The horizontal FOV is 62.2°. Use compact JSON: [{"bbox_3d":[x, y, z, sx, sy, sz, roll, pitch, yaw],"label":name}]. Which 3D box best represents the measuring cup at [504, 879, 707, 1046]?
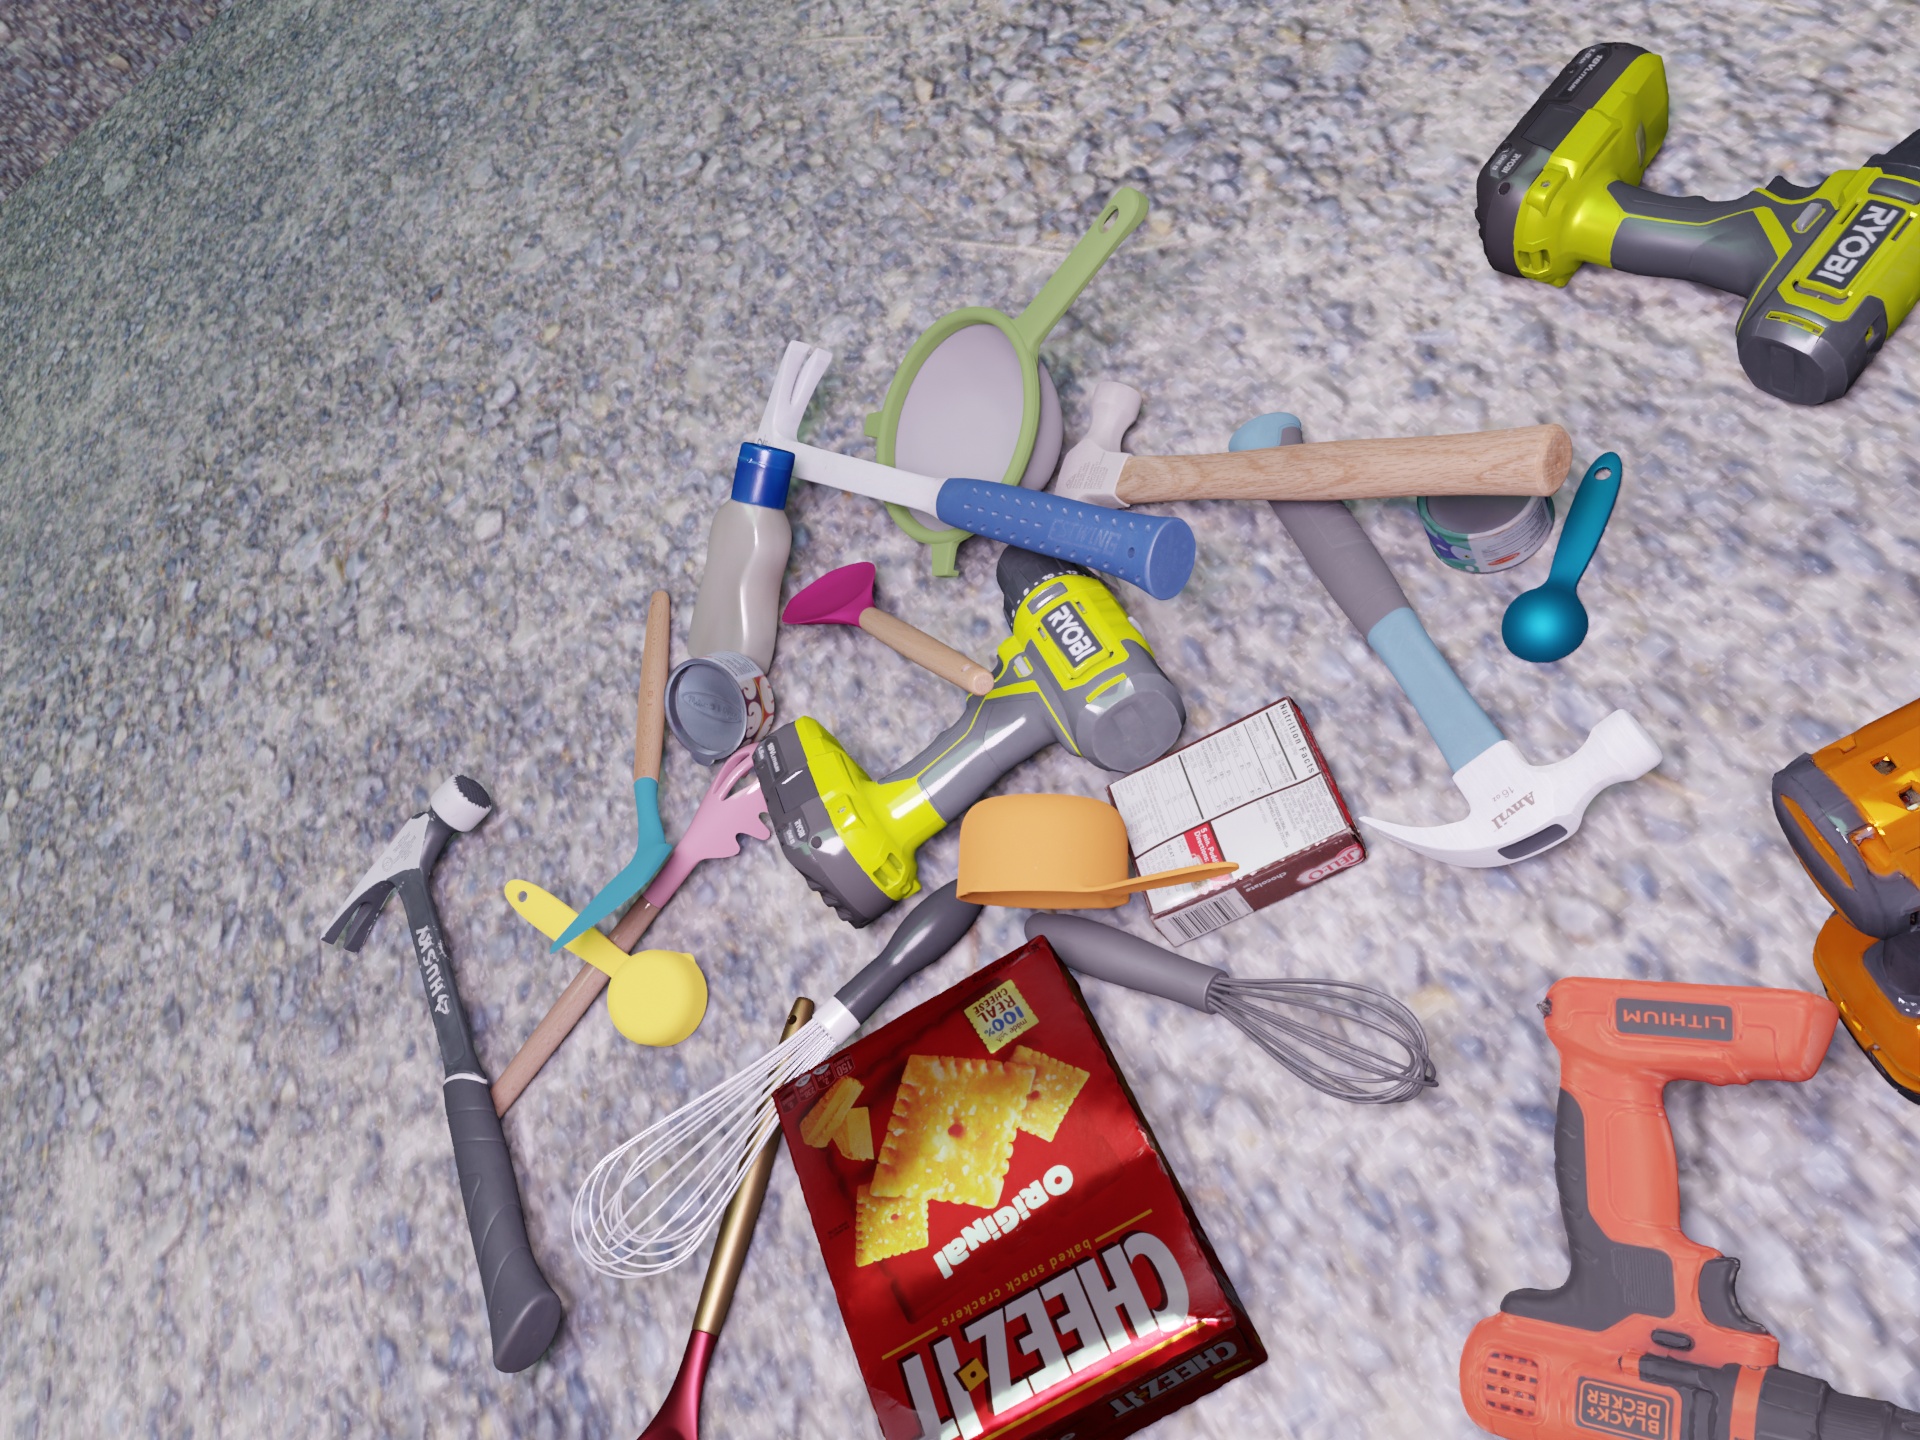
[{"bbox_3d":[-0.221,0.139,0.953,0.156,0.029,0.062,31,87,18],"label":"measuring cup"}]

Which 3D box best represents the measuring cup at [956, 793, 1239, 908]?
[{"bbox_3d":[0.068,0.059,0.777,0.173,0.095,0.052,-16,68,49],"label":"measuring cup"}]

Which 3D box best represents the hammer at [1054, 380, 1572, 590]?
[{"bbox_3d":[0.174,-0.134,0.873,0.331,0.031,0.130,8,74,50],"label":"hammer"}]

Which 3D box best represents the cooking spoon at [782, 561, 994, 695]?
[{"bbox_3d":[-0.045,-0.054,0.936,0.069,0.017,0.319,-36,23,-9],"label":"cooking spoon"}]

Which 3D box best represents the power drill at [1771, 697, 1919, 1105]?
[{"bbox_3d":[0.378,0.046,0.552,0.164,0.226,0.084,-30,50,12],"label":"power drill"}]

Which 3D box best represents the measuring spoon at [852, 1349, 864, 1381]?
[{"bbox_3d":[0.001,0.299,0.759,0.124,0.018,0.034,-13,55,24],"label":"measuring spoon"}]

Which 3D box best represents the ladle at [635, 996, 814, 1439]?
[{"bbox_3d":[-0.128,0.295,0.836,0.069,0.031,0.316,1,60,29],"label":"ladle"}]

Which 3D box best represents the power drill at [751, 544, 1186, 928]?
[{"bbox_3d":[-0.001,-0.003,0.914,0.228,0.080,0.191,-34,39,5],"label":"power drill"}]

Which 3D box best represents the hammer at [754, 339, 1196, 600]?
[{"bbox_3d":[-0.014,-0.141,0.961,0.406,0.035,0.144,23,101,49],"label":"hammer"}]

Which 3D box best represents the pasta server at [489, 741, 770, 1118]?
[{"bbox_3d":[-0.203,0.136,0.985,0.060,0.040,0.316,35,87,41],"label":"pasta server"}]

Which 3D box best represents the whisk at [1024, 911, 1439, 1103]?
[{"bbox_3d":[0.122,0.133,0.774,0.239,0.055,0.055,14,69,42],"label":"whisk"}]

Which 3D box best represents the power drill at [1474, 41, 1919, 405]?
[{"bbox_3d":[0.408,-0.277,0.845,0.223,0.080,0.171,36,84,37],"label":"power drill"}]

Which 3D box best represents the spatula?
[{"bbox_3d":[-0.209,0.016,1.025,0.082,0.044,0.318,-35,38,25],"label":"spatula"}]

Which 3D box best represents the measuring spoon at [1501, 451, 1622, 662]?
[{"bbox_3d":[0.312,-0.089,0.815,0.042,0.021,0.129,14,71,37],"label":"measuring spoon"}]

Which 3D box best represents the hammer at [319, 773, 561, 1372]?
[{"bbox_3d":[-0.311,0.210,0.974,0.149,0.036,0.409,-43,45,10],"label":"hammer"}]

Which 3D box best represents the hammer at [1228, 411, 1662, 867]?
[{"bbox_3d":[0.220,-0.059,0.833,0.128,0.033,0.331,-42,43,21],"label":"hammer"}]

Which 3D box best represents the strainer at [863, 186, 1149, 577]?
[{"bbox_3d":[0.047,-0.215,0.985,0.256,0.069,0.152,-48,50,31],"label":"strainer"}]

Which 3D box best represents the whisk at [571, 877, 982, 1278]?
[{"bbox_3d":[-0.090,0.182,0.848,0.284,0.070,0.070,-43,48,-15],"label":"whisk"}]
